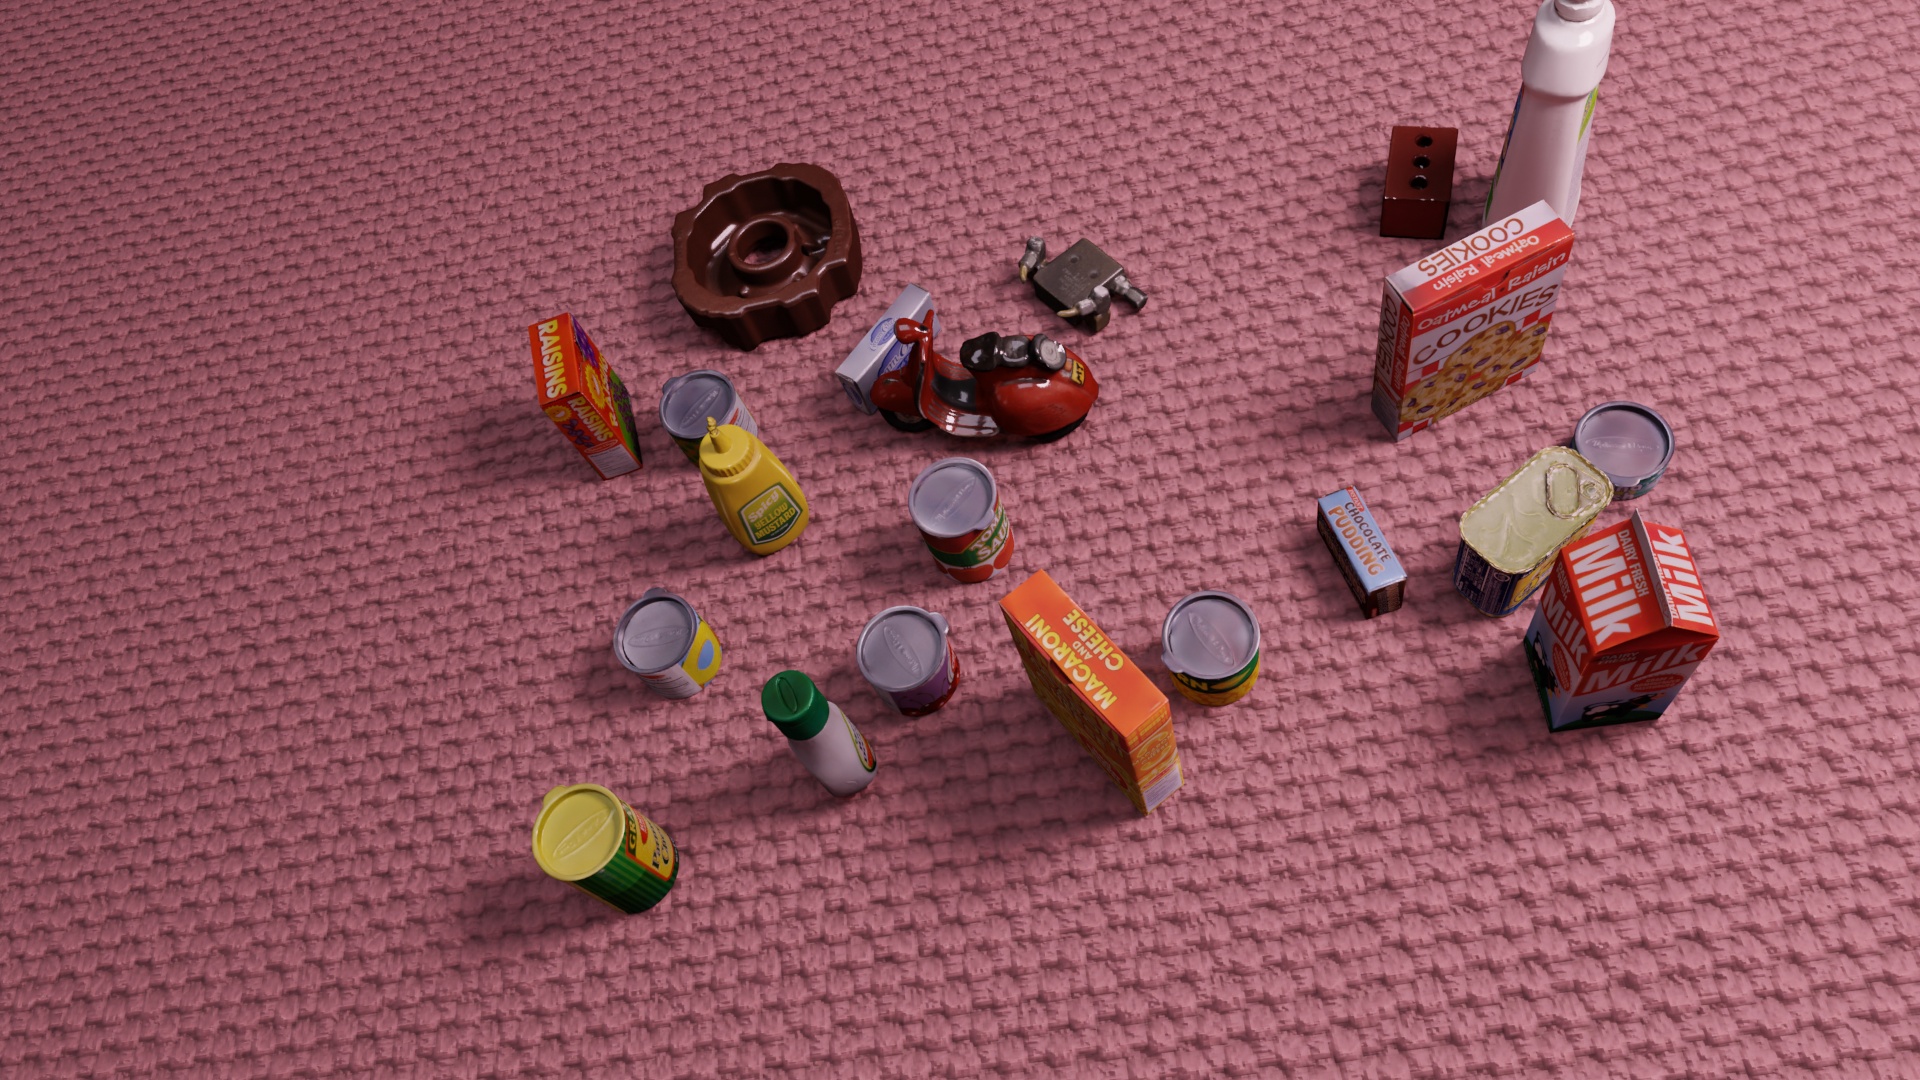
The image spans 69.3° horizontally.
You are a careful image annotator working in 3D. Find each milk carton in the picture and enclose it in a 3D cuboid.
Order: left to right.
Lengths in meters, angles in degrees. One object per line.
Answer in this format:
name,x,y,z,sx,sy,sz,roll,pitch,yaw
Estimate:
milk carton,0.408,0.053,0.860,0.073,0.189,0.072,-9,62,8

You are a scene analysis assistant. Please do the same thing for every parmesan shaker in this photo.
parmesan shaker,-0.247,0.215,0.973,0.071,0.102,0.071,-5,62,10

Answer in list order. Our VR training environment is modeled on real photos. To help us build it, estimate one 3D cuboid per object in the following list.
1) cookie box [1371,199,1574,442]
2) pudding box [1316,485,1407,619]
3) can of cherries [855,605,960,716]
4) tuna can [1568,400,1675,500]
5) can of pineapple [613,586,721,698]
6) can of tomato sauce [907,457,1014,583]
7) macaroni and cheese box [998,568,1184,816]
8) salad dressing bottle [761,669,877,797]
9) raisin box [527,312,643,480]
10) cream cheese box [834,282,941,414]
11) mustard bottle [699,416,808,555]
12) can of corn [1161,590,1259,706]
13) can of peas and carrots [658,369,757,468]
cookie box,0.361,-0.152,0.991,0.123,0.166,0.040,-27,61,-2
pudding box,0.286,0.008,0.992,0.030,0.049,0.084,-22,60,1
can of cherries,-0.035,0.088,1.017,0.071,0.058,0.072,-5,62,10
tuna can,0.473,-0.062,0.996,0.071,0.032,0.071,-5,62,10
can of pineapple,-0.222,0.080,1.064,0.071,0.057,0.071,-5,62,10
can of tomato sauce,0.004,-0.013,1.047,0.071,0.082,0.071,-5,62,10
macaroni and cheese box,0.089,0.104,0.918,0.040,0.166,0.124,-39,62,-8
salad dressing bottle,-0.097,0.133,0.956,0.044,0.147,0.064,-28,61,-2
raisin box,-0.309,-0.117,1.149,0.040,0.123,0.086,-18,61,3
cream cheese box,-0.058,-0.159,1.154,0.024,0.053,0.104,31,73,25
mustard bottle,-0.165,-0.046,1.058,0.065,0.159,0.049,-38,62,-7
can of corn,0.175,0.078,0.975,0.071,0.058,0.071,-5,62,10
can of peas and carrots,-0.211,-0.100,1.155,0.071,0.058,0.071,-5,62,10
